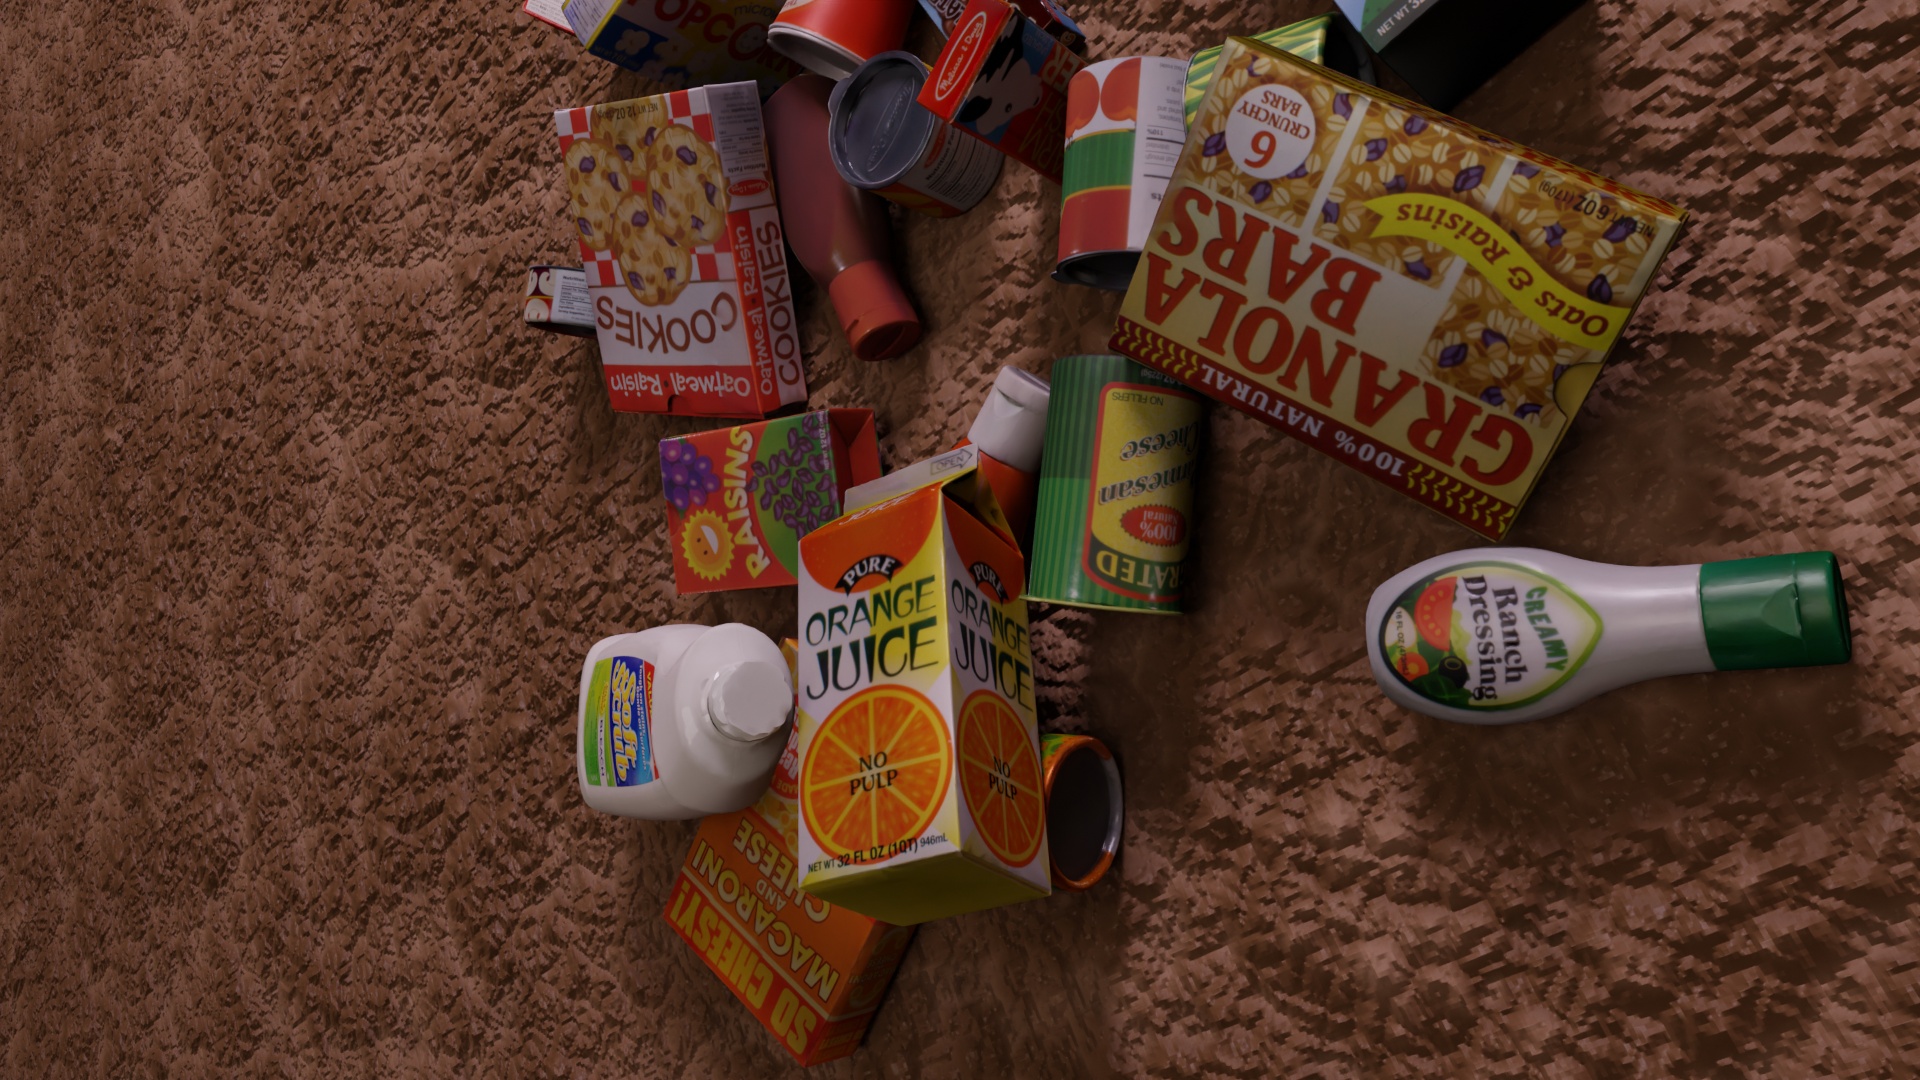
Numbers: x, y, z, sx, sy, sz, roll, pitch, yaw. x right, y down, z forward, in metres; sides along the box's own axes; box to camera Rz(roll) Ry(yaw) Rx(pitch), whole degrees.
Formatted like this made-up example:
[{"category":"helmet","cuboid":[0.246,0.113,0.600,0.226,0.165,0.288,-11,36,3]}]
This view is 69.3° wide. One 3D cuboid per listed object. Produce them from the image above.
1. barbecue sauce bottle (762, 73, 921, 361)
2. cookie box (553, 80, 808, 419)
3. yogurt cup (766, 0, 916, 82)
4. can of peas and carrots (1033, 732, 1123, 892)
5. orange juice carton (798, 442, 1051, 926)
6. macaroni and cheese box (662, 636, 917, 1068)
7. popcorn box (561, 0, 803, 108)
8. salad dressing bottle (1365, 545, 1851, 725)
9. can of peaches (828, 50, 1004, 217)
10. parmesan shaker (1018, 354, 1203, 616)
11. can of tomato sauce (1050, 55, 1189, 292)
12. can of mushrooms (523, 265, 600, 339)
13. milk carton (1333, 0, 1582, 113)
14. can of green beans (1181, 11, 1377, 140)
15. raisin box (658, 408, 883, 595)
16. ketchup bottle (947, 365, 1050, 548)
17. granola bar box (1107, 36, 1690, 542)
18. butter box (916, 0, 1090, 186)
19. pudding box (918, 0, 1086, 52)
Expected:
[{"category":"barbecue sauce bottle","cuboid":[-0.062,-0.162,0.711,0.064,0.044,0.149,-41,63,43]},{"category":"cookie box","cuboid":[-0.150,-0.151,0.742,0.123,0.040,0.167,6,111,38]},{"category":"yogurt cup","cuboid":[-0.057,-0.266,0.707,0.072,0.072,0.054,26,93,36]},{"category":"can of peas and carrots","cuboid":[0.028,0.116,0.596,0.058,0.071,0.071,-2,84,36]},{"category":"orange juice carton","cuboid":[-0.017,0.050,0.570,0.071,0.073,0.193,-19,57,25]},{"category":"macaroni and cheese box","cuboid":[-0.069,0.150,0.684,0.124,0.040,0.166,33,104,35]},{"category":"popcorn box","cuboid":[-0.130,-0.278,0.723,0.085,0.127,0.038,-45,64,25]},{"category":"salad dressing bottle","cuboid":[0.219,0.030,0.480,0.147,0.044,0.064,-9,83,36]},{"category":"can of peaches","cuboid":[-0.022,-0.197,0.676,0.071,0.058,0.071,-4,83,37]},{"category":"parmesan shaker","cuboid":[0.063,-0.023,0.584,0.071,0.071,0.103,4,88,37]},{"category":"can of tomato sauce","cuboid":[0.075,-0.154,0.594,0.071,0.071,0.083,1,85,37]},{"category":"can of mushrooms","cuboid":[-0.221,-0.138,0.814,0.071,0.071,0.033,7,90,37]},{"category":"milk carton","cuboid":[0.154,-0.266,0.542,0.072,0.073,0.191,-38,64,28]},{"category":"can of green beans","cuboid":[0.129,-0.170,0.555,0.058,0.071,0.071,-4,83,36]},{"category":"raisin box","cuboid":[-0.097,-0.018,0.717,0.123,0.040,0.086,-6,93,37]},{"category":"ketchup bottle","cuboid":[0.002,-0.008,0.646,0.065,0.043,0.148,36,106,30]},{"category":"granola bar box","cuboid":[0.150,-0.092,0.502,0.166,0.039,0.123,30,119,19]},{"category":"butter box","cuboid":[0.029,-0.195,0.609,0.024,0.103,0.053,40,107,29]},{"category":"pudding box","cuboid":[0.017,-0.254,0.670,0.049,0.030,0.084,-43,62,26]}]
